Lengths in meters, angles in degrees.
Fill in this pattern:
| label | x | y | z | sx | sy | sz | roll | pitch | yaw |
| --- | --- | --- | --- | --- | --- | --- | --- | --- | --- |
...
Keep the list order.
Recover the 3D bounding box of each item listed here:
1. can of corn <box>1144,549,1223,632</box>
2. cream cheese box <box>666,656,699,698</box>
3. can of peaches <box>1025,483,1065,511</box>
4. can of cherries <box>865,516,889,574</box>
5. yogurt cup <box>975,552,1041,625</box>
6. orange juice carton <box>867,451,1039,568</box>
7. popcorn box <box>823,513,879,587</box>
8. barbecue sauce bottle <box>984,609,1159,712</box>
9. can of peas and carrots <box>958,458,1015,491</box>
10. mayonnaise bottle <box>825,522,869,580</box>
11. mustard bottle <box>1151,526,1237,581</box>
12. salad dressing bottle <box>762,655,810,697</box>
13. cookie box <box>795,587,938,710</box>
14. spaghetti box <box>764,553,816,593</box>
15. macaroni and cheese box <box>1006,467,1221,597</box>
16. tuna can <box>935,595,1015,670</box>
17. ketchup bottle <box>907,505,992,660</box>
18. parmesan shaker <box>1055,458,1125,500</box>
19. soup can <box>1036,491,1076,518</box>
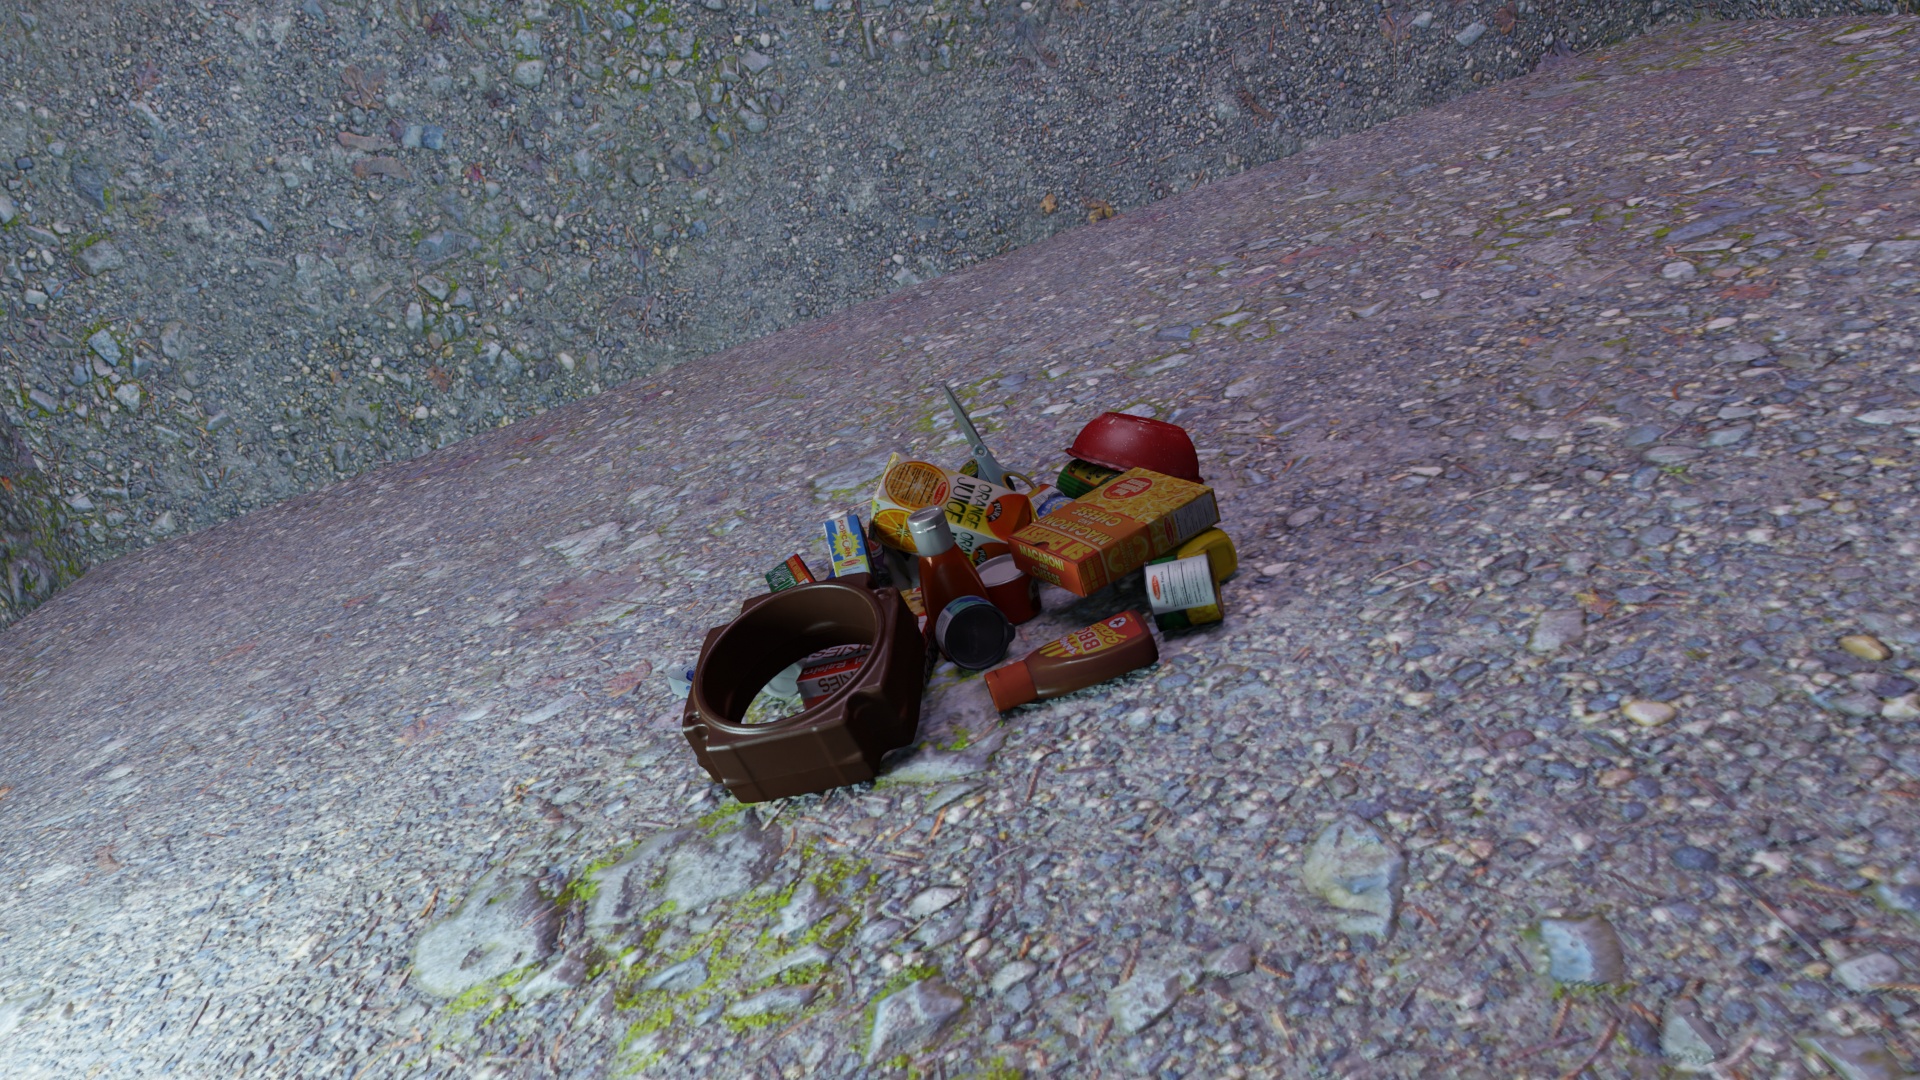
| label | x | y | z | sx | sy | sz | roll | pitch | yaw |
| --- | --- | --- | --- | --- | --- | --- | --- | --- | --- |
| can of corn | 0.203 | 0.045 | 1.259 | 0.058 | 0.071 | 0.071 | -13 | 21 | 16 |
| cream cheese box | -0.261 | 0.148 | 1.464 | 0.053 | 0.024 | 0.104 | -31 | 24 | -33 |
| can of peaches | 0.084 | -0.020 | 1.533 | 0.058 | 0.071 | 0.071 | -32 | 23 | -30 |
| can of cherries | -0.079 | -0.003 | 1.591 | 0.071 | 0.058 | 0.072 | 15 | 29 | -8 |
| yogurt cup | 0.048 | 0.051 | 1.396 | 0.072 | 0.053 | 0.072 | -17 | 20 | 6 |
| orange juice carton | 0.005 | -0.018 | 1.460 | 0.193 | 0.071 | 0.073 | 18 | 52 | 4 |
| popcorn box | -0.114 | 0.025 | 1.493 | 0.038 | 0.085 | 0.126 | -14 | -8 | -2 |
| barbecue sauce bottle | 0.096 | 0.109 | 1.220 | 0.149 | 0.043 | 0.065 | -21 | 22 | -3 |
| can of peas and carrots | 0.030 | -0.065 | 1.686 | 0.071 | 0.070 | 0.059 | -20 | 19 | -2 |
| mayonnaise bottle | -0.124 | 0.025 | 1.632 | 0.065 | 0.041 | 0.149 | -10 | 21 | 15 |
| mustard bottle | 0.207 | 0.005 | 1.379 | 0.065 | 0.048 | 0.160 | -25 | 21 | -20 |
| salad dressing bottle | -0.189 | 0.119 | 1.438 | 0.064 | 0.044 | 0.148 | 8 | 11 | -14 |
| cookie box | -0.083 | 0.107 | 1.390 | 0.123 | 0.040 | 0.168 | -14 | 20 | 15 |
| spaghetti box | -0.183 | 0.058 | 1.562 | 0.050 | 0.028 | 0.250 | -35 | 15 | -5 |
| macaroni and cheese box | 0.146 | -0.012 | 1.340 | 0.167 | 0.040 | 0.124 | -27 | 24 | -22 |
| tuna can | 0.014 | 0.087 | 1.318 | 0.071 | 0.071 | 0.033 | -24 | 20 | -13 |
| ketchup bottle | -0.011 | 0.040 | 1.341 | 0.065 | 0.148 | 0.043 | -21 | 21 | -5 |
| parmesan shaker | 0.160 | -0.051 | 1.544 | 0.071 | 0.071 | 0.103 | -24 | 21 | -14 |
| soup can | 0.124 | -0.011 | 1.462 | 0.071 | 0.071 | 0.084 | -27 | 22 | -21 |
